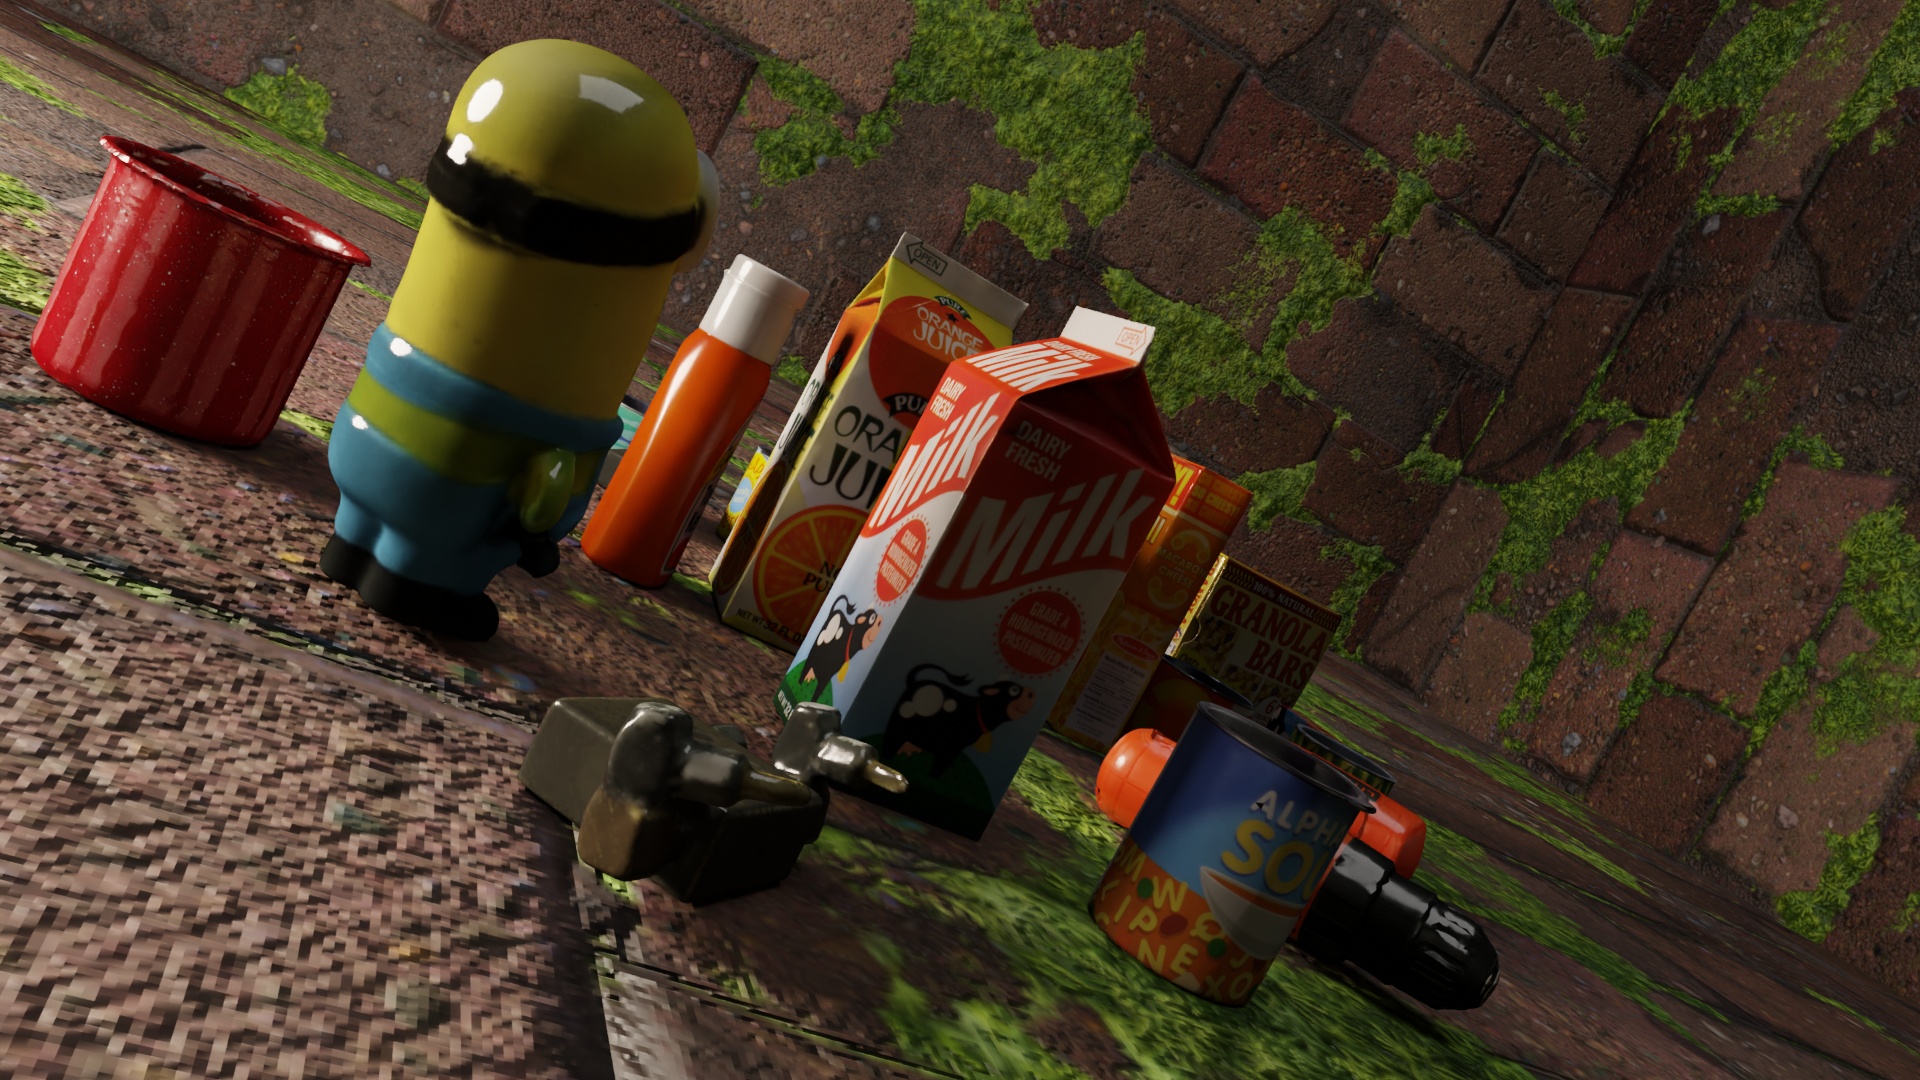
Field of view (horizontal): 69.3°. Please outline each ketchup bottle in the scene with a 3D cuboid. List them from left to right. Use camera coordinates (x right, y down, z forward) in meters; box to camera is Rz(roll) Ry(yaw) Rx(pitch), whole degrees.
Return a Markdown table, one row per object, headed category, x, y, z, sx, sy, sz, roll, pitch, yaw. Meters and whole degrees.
| category | x | y | z | sx | sy | sz | roll | pitch | yaw |
| --- | --- | --- | --- | --- | --- | --- | --- | --- | --- |
| ketchup bottle | -0.118 | -0.054 | 0.621 | 0.043 | 0.148 | 0.065 | 27 | 5 | -10 |

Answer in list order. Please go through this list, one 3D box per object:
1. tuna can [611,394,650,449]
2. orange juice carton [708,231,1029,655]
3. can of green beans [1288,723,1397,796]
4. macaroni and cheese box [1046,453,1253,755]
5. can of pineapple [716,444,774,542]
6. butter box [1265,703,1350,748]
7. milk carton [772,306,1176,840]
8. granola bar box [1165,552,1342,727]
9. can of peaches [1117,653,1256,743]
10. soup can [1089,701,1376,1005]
| category | x | y | z | sx | sy | sz | roll | pitch | yaw |
| --- | --- | --- | --- | --- | --- | --- | --- | --- | --- |
| tuna can | -0.217 | -0.074 | 0.923 | 0.071 | 0.033 | 0.071 | 28 | 5 | -3 |
| orange juice carton | -0.041 | -0.042 | 0.650 | 0.072 | 0.192 | 0.073 | 26 | 5 | -20 |
| can of green beans | 0.218 | 0.152 | 0.836 | 0.071 | 0.057 | 0.071 | 28 | 5 | -3 |
| macaroni and cheese box | 0.091 | 0.025 | 0.813 | 0.040 | 0.166 | 0.124 | 26 | 5 | -18 |
| can of pineapple | -0.104 | -0.017 | 0.818 | 0.071 | 0.058 | 0.071 | 28 | 5 | -3 |
| butter box | 0.236 | 0.154 | 0.927 | 0.024 | 0.053 | 0.104 | 26 | 6 | -26 |
| milk carton | 0.011 | 0.003 | 0.509 | 0.073 | 0.190 | 0.072 | 26 | 5 | -25 |
| granola bar box | 0.219 | 0.085 | 1.106 | 0.165 | 0.124 | 0.039 | 24 | 7 | -40 |
| can of peaches | 0.132 | 0.107 | 0.829 | 0.071 | 0.058 | 0.071 | 28 | 5 | -3 |
| soup can | 0.095 | 0.110 | 0.486 | 0.071 | 0.083 | 0.071 | 28 | 5 | -3 |
